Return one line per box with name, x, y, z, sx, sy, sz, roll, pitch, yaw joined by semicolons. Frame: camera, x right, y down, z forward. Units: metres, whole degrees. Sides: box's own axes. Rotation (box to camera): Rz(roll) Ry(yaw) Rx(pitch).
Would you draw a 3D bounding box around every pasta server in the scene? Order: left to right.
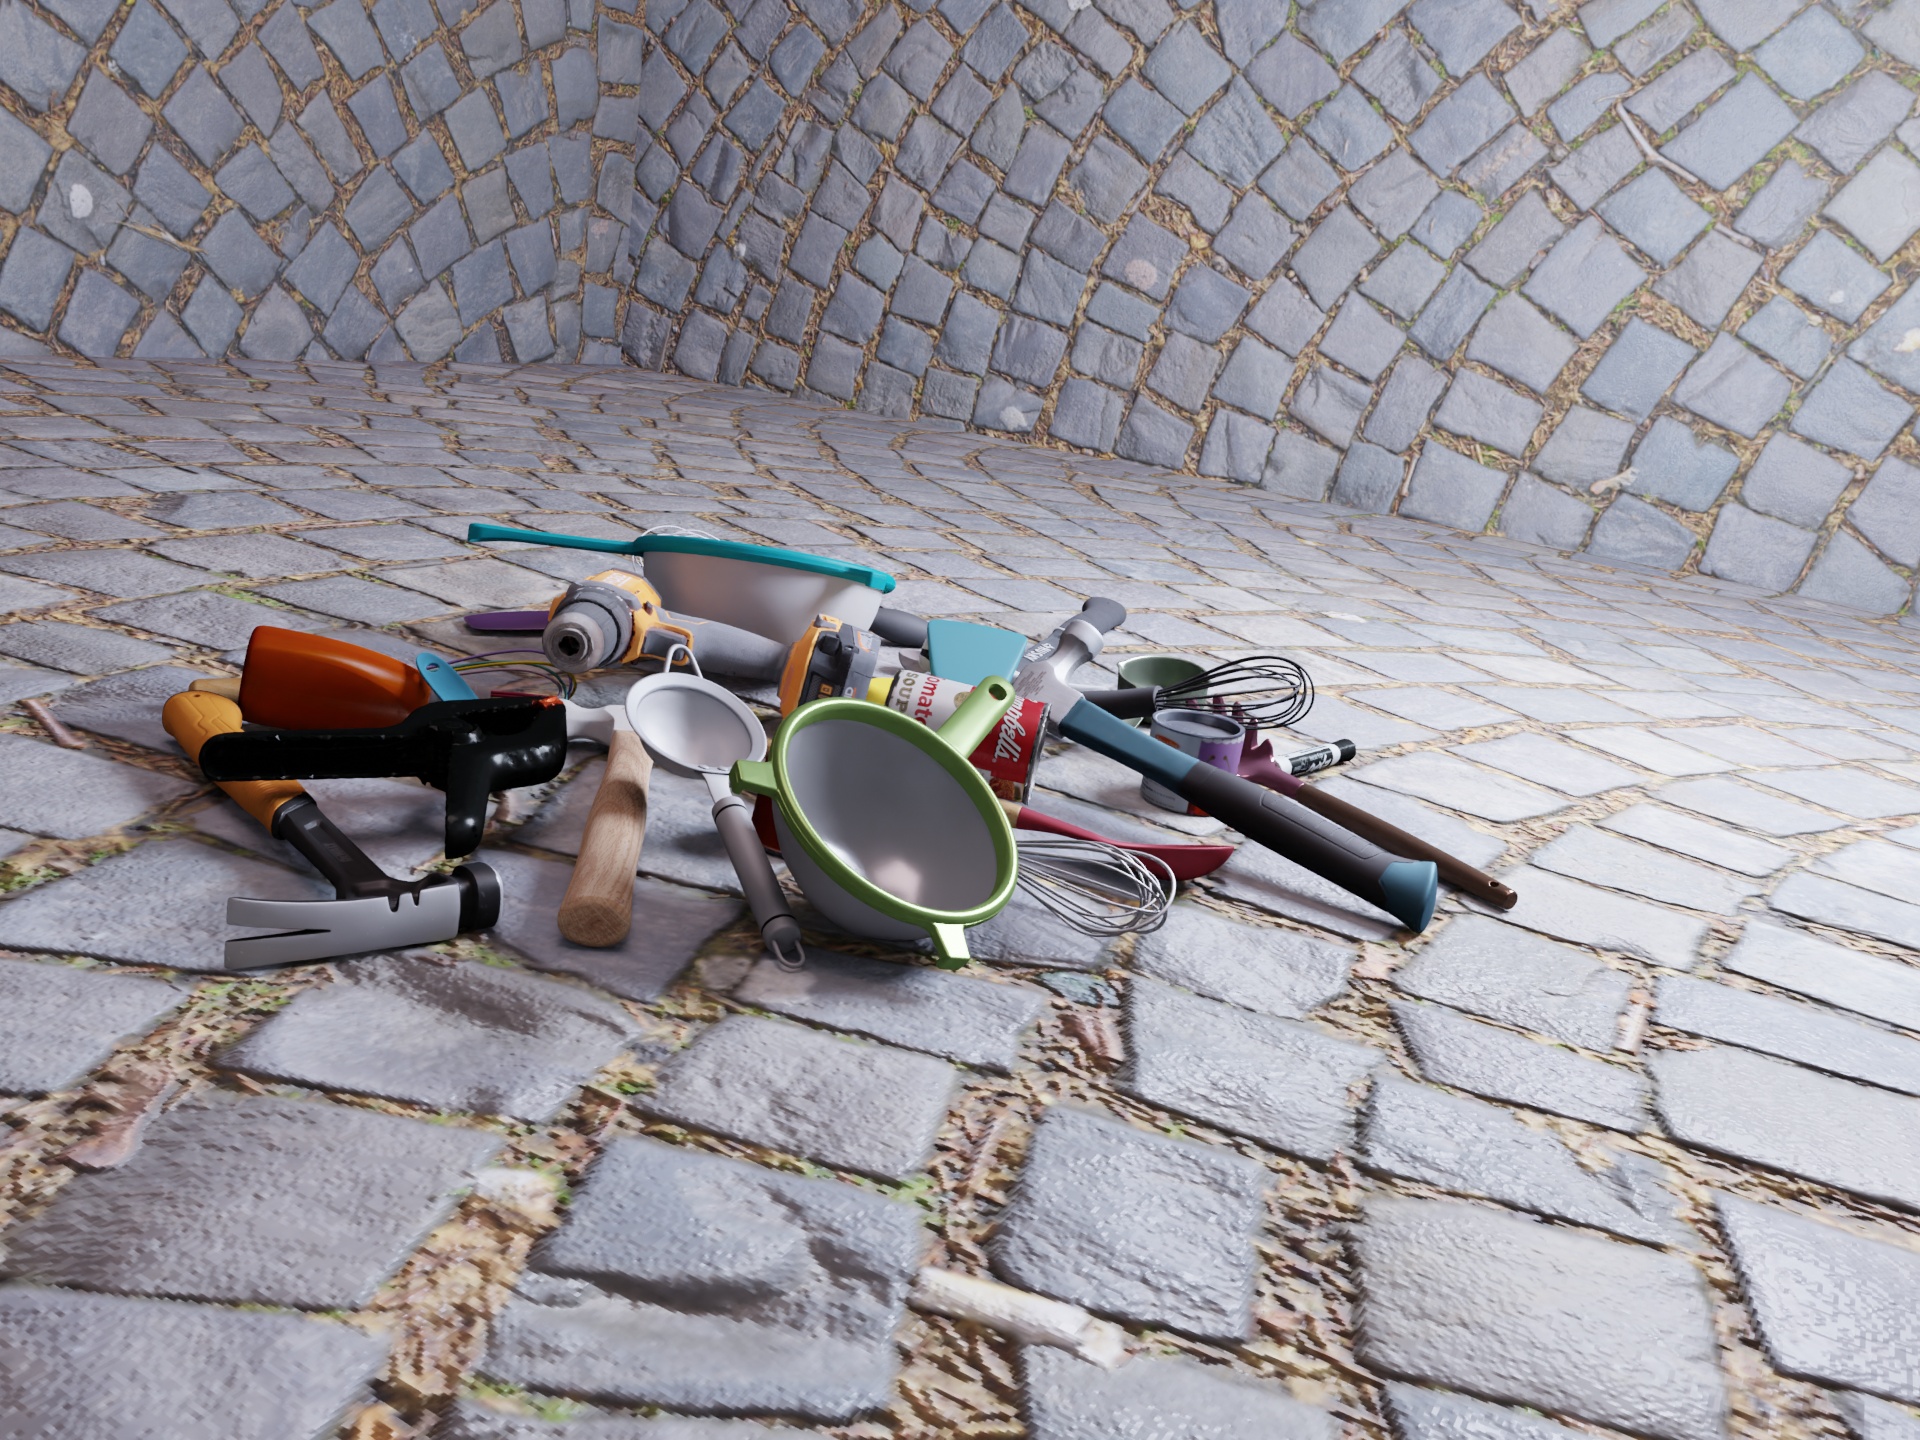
pasta server;0.258;0.055;1.114;0.060;0.040;0.316;-32;35;-20

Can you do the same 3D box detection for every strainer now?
strainer;-0.225;-0.093;1.270;0.340;0.095;0.211;7;0;-5
strainer;-0.131;0.048;0.876;0.086;0.050;0.259;8;31;-32
strainer;-0.030;0.044;0.890;0.151;0.069;0.256;40;30;1

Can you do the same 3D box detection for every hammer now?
hammer;-0.376;0.045;0.856;0.127;0.034;0.337;-5;20;-40
hammer;-0.196;0.050;0.929;0.130;0.031;0.331;5;17;-9
hammer;0.096;-0.071;1.460;0.149;0.036;0.409;21;17;13
hammer;0.161;0.042;1.032;0.331;0.033;0.128;29;67;34

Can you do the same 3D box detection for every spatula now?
spatula;-0.271;-0.088;1.389;0.315;0.018;0.060;-2;18;-28
spatula;-0.002;-0.004;1.156;0.082;0.044;0.318;10;21;1

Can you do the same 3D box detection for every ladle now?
ladle;0.012;0.053;0.990;0.315;0.031;0.069;14;-1;12

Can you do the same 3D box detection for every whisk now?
whisk;-0.383;-0.017;1.068;0.245;0.051;0.047;-2;-12;-17
whisk;-0.153;-0.113;1.419;0.284;0.070;0.070;15;13;-18
whisk;0.017;0.075;0.922;0.246;0.057;0.059;15;52;38
whisk;0.149;-0.012;1.194;0.239;0.055;0.055;-5;7;32

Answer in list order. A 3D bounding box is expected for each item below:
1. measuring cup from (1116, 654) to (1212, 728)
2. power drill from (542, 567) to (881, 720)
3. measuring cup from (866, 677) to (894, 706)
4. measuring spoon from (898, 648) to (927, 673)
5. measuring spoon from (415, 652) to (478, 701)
measuring cup;0.149;-0.005;1.288;0.083;0.038;0.167;13;29;21
power drill;-0.175;-0.045;1.107;0.226;0.084;0.185;16;11;-4
measuring cup;-0.042;-0.001;1.174;0.062;0.029;0.157;4;15;-14
measuring spoon;0.005;-0.039;1.367;0.124;0.018;0.034;13;17;-6
measuring spoon;-0.308;0.001;0.998;0.042;0.021;0.129;-22;53;-37
